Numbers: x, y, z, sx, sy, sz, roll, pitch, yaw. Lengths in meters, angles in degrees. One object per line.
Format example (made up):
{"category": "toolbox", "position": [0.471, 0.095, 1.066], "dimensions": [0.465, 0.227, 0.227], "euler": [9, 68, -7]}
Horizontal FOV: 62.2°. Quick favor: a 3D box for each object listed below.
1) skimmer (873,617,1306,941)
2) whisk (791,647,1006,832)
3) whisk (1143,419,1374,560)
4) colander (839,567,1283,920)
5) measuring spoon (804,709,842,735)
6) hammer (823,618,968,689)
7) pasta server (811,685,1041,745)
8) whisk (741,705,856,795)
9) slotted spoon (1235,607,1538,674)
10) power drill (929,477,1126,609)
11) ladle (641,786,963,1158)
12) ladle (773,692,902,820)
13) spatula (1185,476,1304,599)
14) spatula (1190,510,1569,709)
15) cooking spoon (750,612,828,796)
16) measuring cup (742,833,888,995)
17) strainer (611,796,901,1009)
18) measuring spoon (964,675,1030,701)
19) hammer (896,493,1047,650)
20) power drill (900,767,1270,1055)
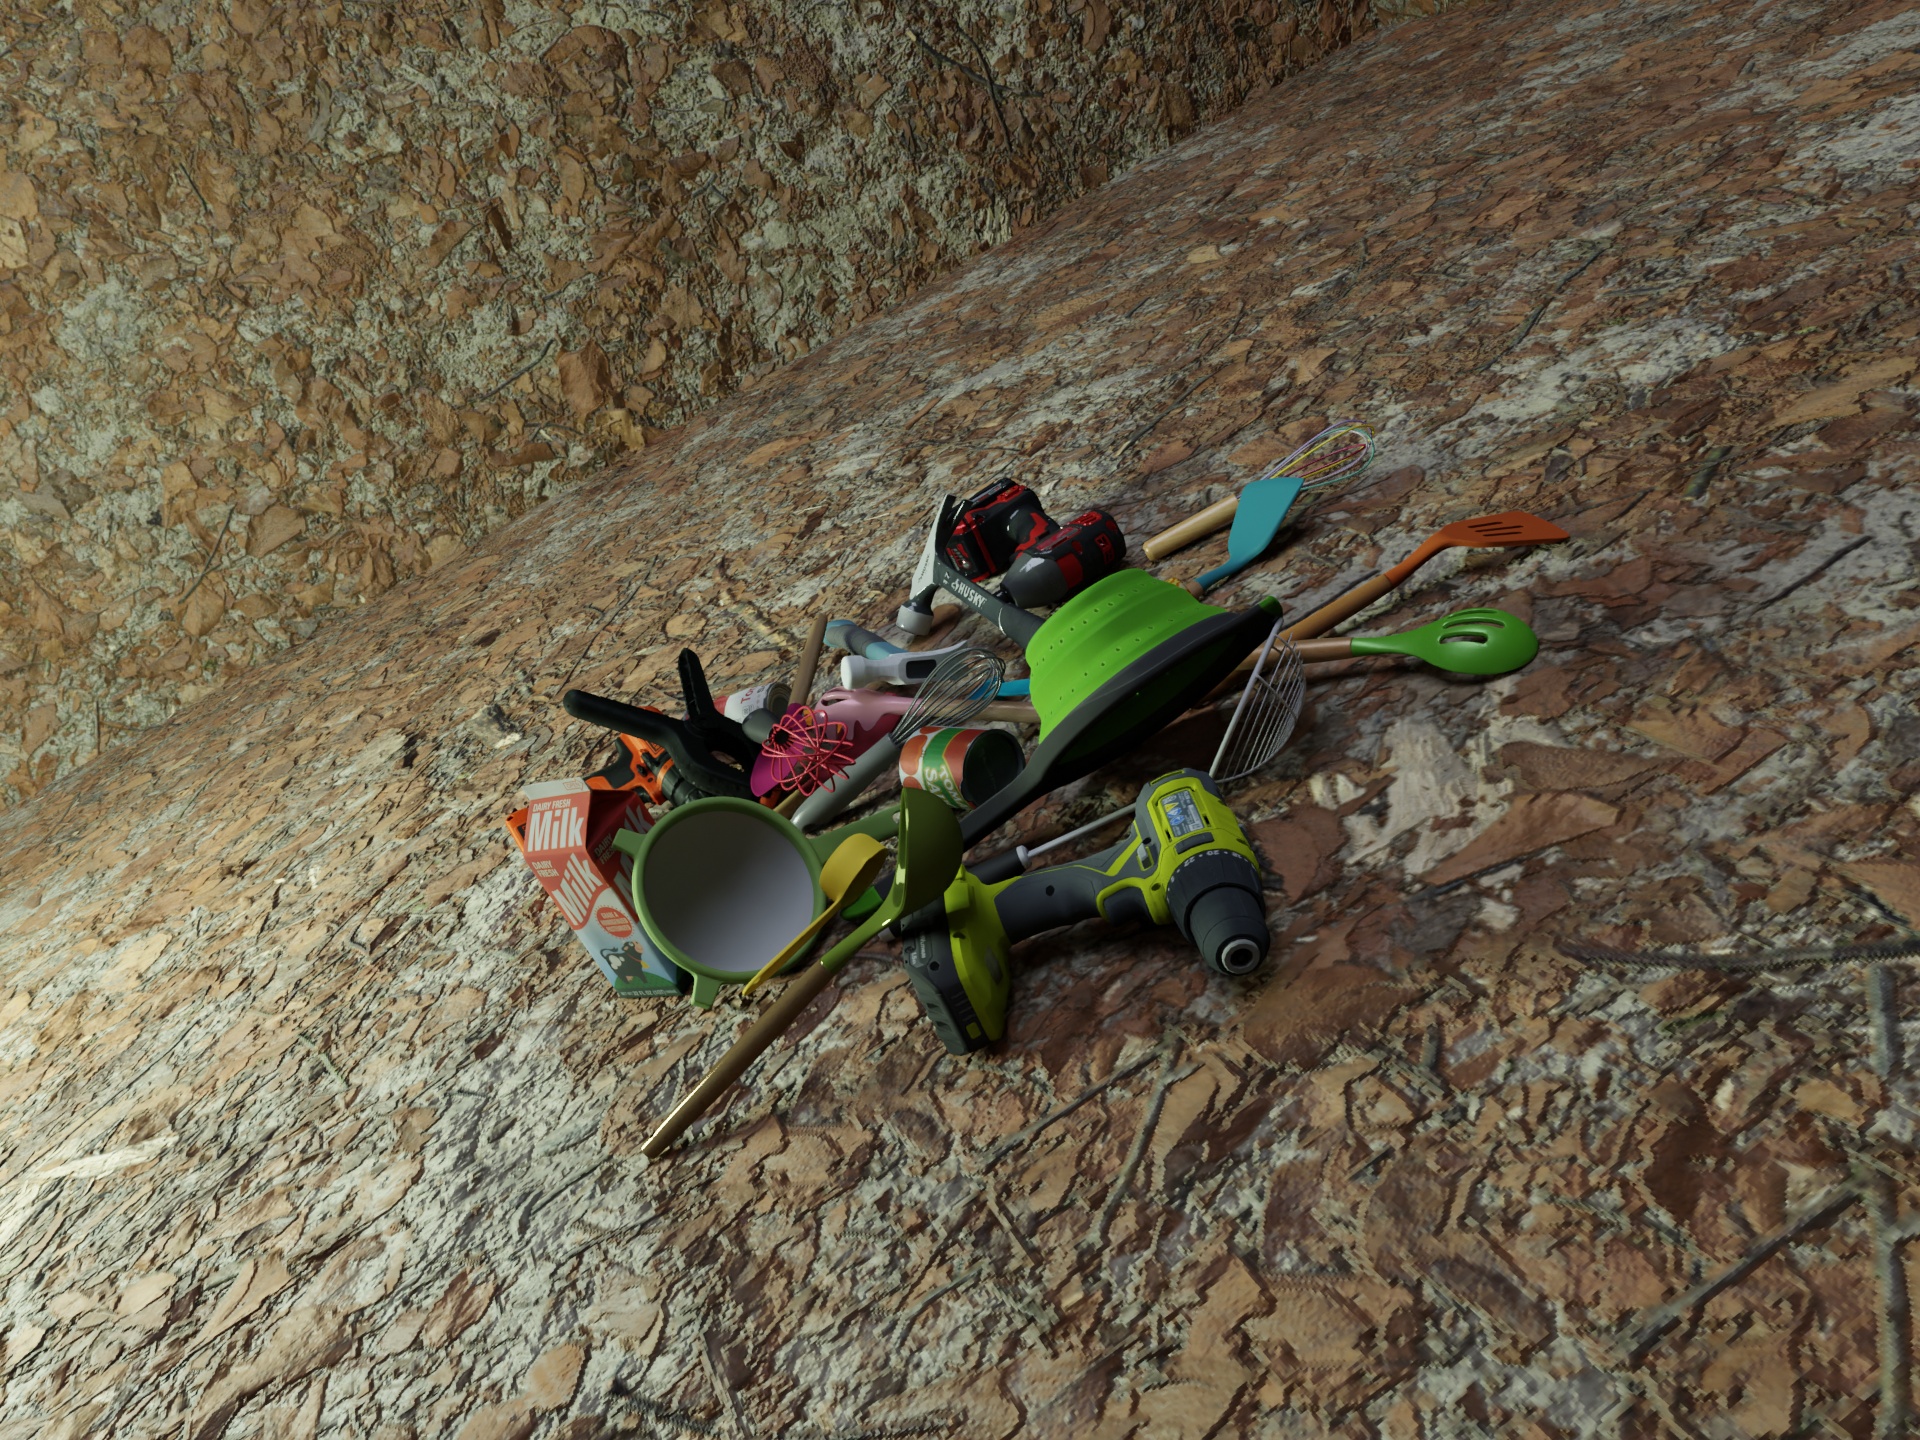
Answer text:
{"category": "skimmer", "position": [0.088, 0.046, 1.147], "dimensions": [0.363, 0.090, 0.127], "euler": [-27, -5, 7]}
{"category": "whisk", "position": [-0.056, 0.020, 1.347], "dimensions": [0.239, 0.055, 0.055], "euler": [-40, 21, 15]}
{"category": "whisk", "position": [0.289, -0.217, 1.531], "dimensions": [0.245, 0.051, 0.047], "euler": [-28, 3, 8]}
{"category": "colander", "position": [0.051, 0.004, 1.180], "dimensions": [0.397, 0.094, 0.204], "euler": [-37, -13, 8]}
{"category": "measuring spoon", "position": [-0.135, 0.004, 1.559], "dimensions": [0.021, 0.011, 0.117], "euler": [-38, 23, -18]}
{"category": "hammer", "position": [-0.084, -0.070, 1.558], "dimensions": [0.128, 0.033, 0.331], "euler": [-4, 10, -16]}
{"category": "pasta server", "position": [-0.002, -0.004, 1.377], "dimensions": [0.316, 0.040, 0.060], "euler": [3, 42, 31]}
{"category": "whisk", "position": [-0.147, 0.016, 1.345], "dimensions": [0.073, 0.073, 0.296], "euler": [-33, 15, -12]}
{"category": "slotted spoon", "position": [0.272, -0.052, 1.201], "dimensions": [0.314, 0.031, 0.070], "euler": [-4, 39, 36]}
{"category": "power drill", "position": [0.061, -0.174, 1.631], "dimensions": [0.143, 0.078, 0.220], "euler": [-33, 28, -12]}
{"category": "ladle", "position": [-0.112, 0.169, 1.025], "dimensions": [0.320, 0.062, 0.078], "euler": [-47, 18, 13]}
{"category": "ladle", "position": [-0.157, 0.082, 1.403], "dimensions": [0.069, 0.031, 0.315], "euler": [9, 45, 46]}
{"category": "spatula", "position": [0.187, -0.113, 1.416], "dimensions": [0.317, 0.044, 0.082], "euler": [-39, 22, -21]}
{"category": "spatula", "position": [0.321, -0.089, 1.261], "dimensions": [0.322, 0.041, 0.081], "euler": [-31, 24, 2]}
{"category": "cooking spoon", "position": [-0.152, -0.024, 1.511], "dimensions": [0.068, 0.017, 0.319], "euler": [-36, 23, 22]}
{"category": "measuring cup", "position": [-0.114, 0.142, 1.181], "dimensions": [0.029, 0.062, 0.156], "euler": [38, 62, 15]}
{"category": "strainer", "position": [-0.142, 0.123, 1.249], "dimensions": [0.256, 0.151, 0.069], "euler": [-21, -18, -34]}
{"category": "measuring spoon", "position": [0.045, -0.021, 1.382], "dimensions": [0.042, 0.021, 0.129], "euler": [-43, 17, -22]}
{"category": "hammer", "position": [0.040, -0.102, 1.464], "dimensions": [0.036, 0.149, 0.409], "euler": [12, 13, -26]}
{"category": "power drill", "position": [0.082, 0.127, 1.014], "dimensions": [0.228, 0.080, 0.191], "euler": [-22, 25, 6]}
